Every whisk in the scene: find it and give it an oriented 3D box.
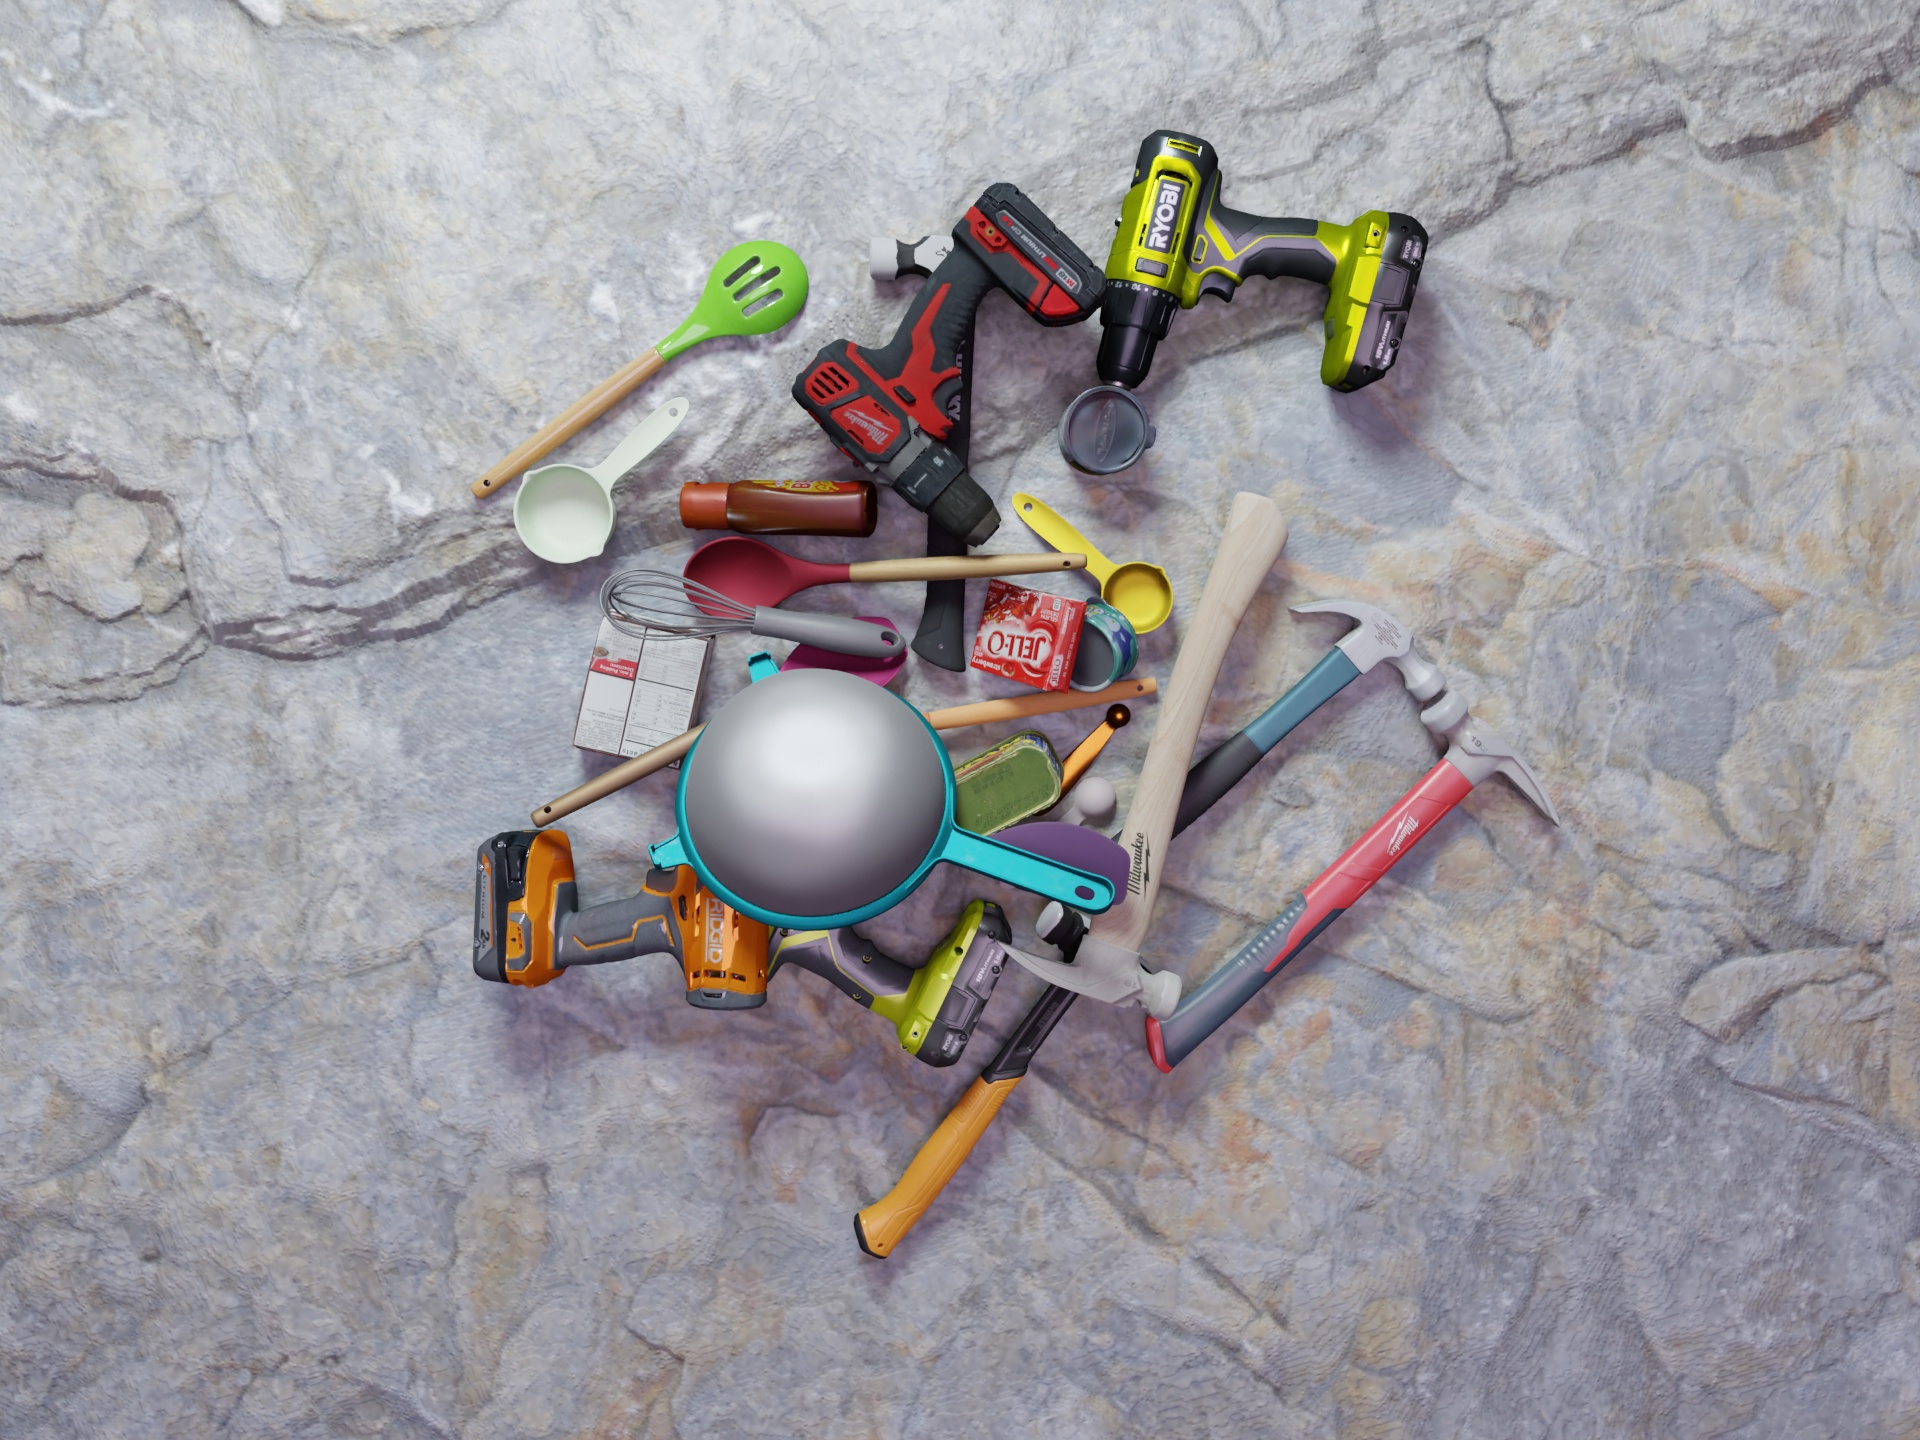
[{"bbox_3d":[-0.158,-0.075,1.226,0.239,0.055,0.055,9,97,-14],"label":"whisk"}]

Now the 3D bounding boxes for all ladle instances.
[{"bbox_3d":[-0.059,-0.116,1.232,0.315,0.031,0.069,-2,115,9],"label":"ladle"}]

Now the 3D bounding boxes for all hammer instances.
[{"bbox_3d":[0.157,0.016,1.235,0.146,0.038,0.411,19,86,-5],"label":"hammer"},{"bbox_3d":[0.028,0.310,1.305,0.127,0.034,0.337,34,98,-19],"label":"hammer"},{"bbox_3d":[0.308,0.158,1.301,0.386,0.038,0.143,-44,98,3],"label":"hammer"},{"bbox_3d":[-0.002,-0.205,1.246,0.146,0.035,0.334,2,97,-2],"label":"hammer"},{"bbox_3d":[0.227,0.028,1.284,0.331,0.033,0.128,-41,98,3],"label":"hammer"}]

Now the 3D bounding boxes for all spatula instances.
[{"bbox_3d":[-0.028,0.091,1.211,0.316,0.018,0.059,8,103,11],"label":"spatula"},{"bbox_3d":[-0.002,-0.004,1.278,0.322,0.041,0.081,-9,95,-5],"label":"spatula"}]

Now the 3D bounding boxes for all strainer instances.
[{"bbox_3d":[-0.049,0.059,1.145,0.340,0.095,0.211,19,63,11],"label":"strainer"}]

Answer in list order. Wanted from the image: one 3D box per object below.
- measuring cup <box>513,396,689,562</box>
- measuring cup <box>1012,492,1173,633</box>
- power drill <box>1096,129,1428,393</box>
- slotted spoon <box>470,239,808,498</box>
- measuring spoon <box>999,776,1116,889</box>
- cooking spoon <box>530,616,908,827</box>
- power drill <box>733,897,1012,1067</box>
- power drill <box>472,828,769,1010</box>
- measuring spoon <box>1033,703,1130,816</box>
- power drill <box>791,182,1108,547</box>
[{"bbox_3d":[-0.272,-0.191,1.237,0.167,0.038,0.083,-42,97,1],"label":"measuring cup"},{"bbox_3d":[0.104,-0.129,1.269,0.156,0.029,0.062,41,99,6],"label":"measuring cup"},{"bbox_3d":[0.222,-0.328,1.219,0.228,0.080,0.190,14,96,-1],"label":"power drill"},{"bbox_3d":[-0.252,-0.267,1.234,0.314,0.031,0.070,-35,97,4],"label":"slotted spoon"},{"bbox_3d":[0.078,0.095,1.294,0.124,0.018,0.034,-44,97,4],"label":"measuring spoon"},{"bbox_3d":[-0.187,0.004,1.240,0.319,0.017,0.069,-27,74,-12],"label":"cooking spoon"},{"bbox_3d":[-0.078,0.166,1.271,0.223,0.080,0.171,25,96,-2],"label":"power drill"},{"bbox_3d":[-0.255,0.134,1.228,0.226,0.084,0.164,2,89,13],"label":"power drill"},{"bbox_3d":[0.097,0.033,1.290,0.021,0.011,0.117,40,94,-6],"label":"measuring spoon"},{"bbox_3d":[0.010,-0.260,1.185,0.188,0.080,0.226,43,98,-6],"label":"power drill"}]
